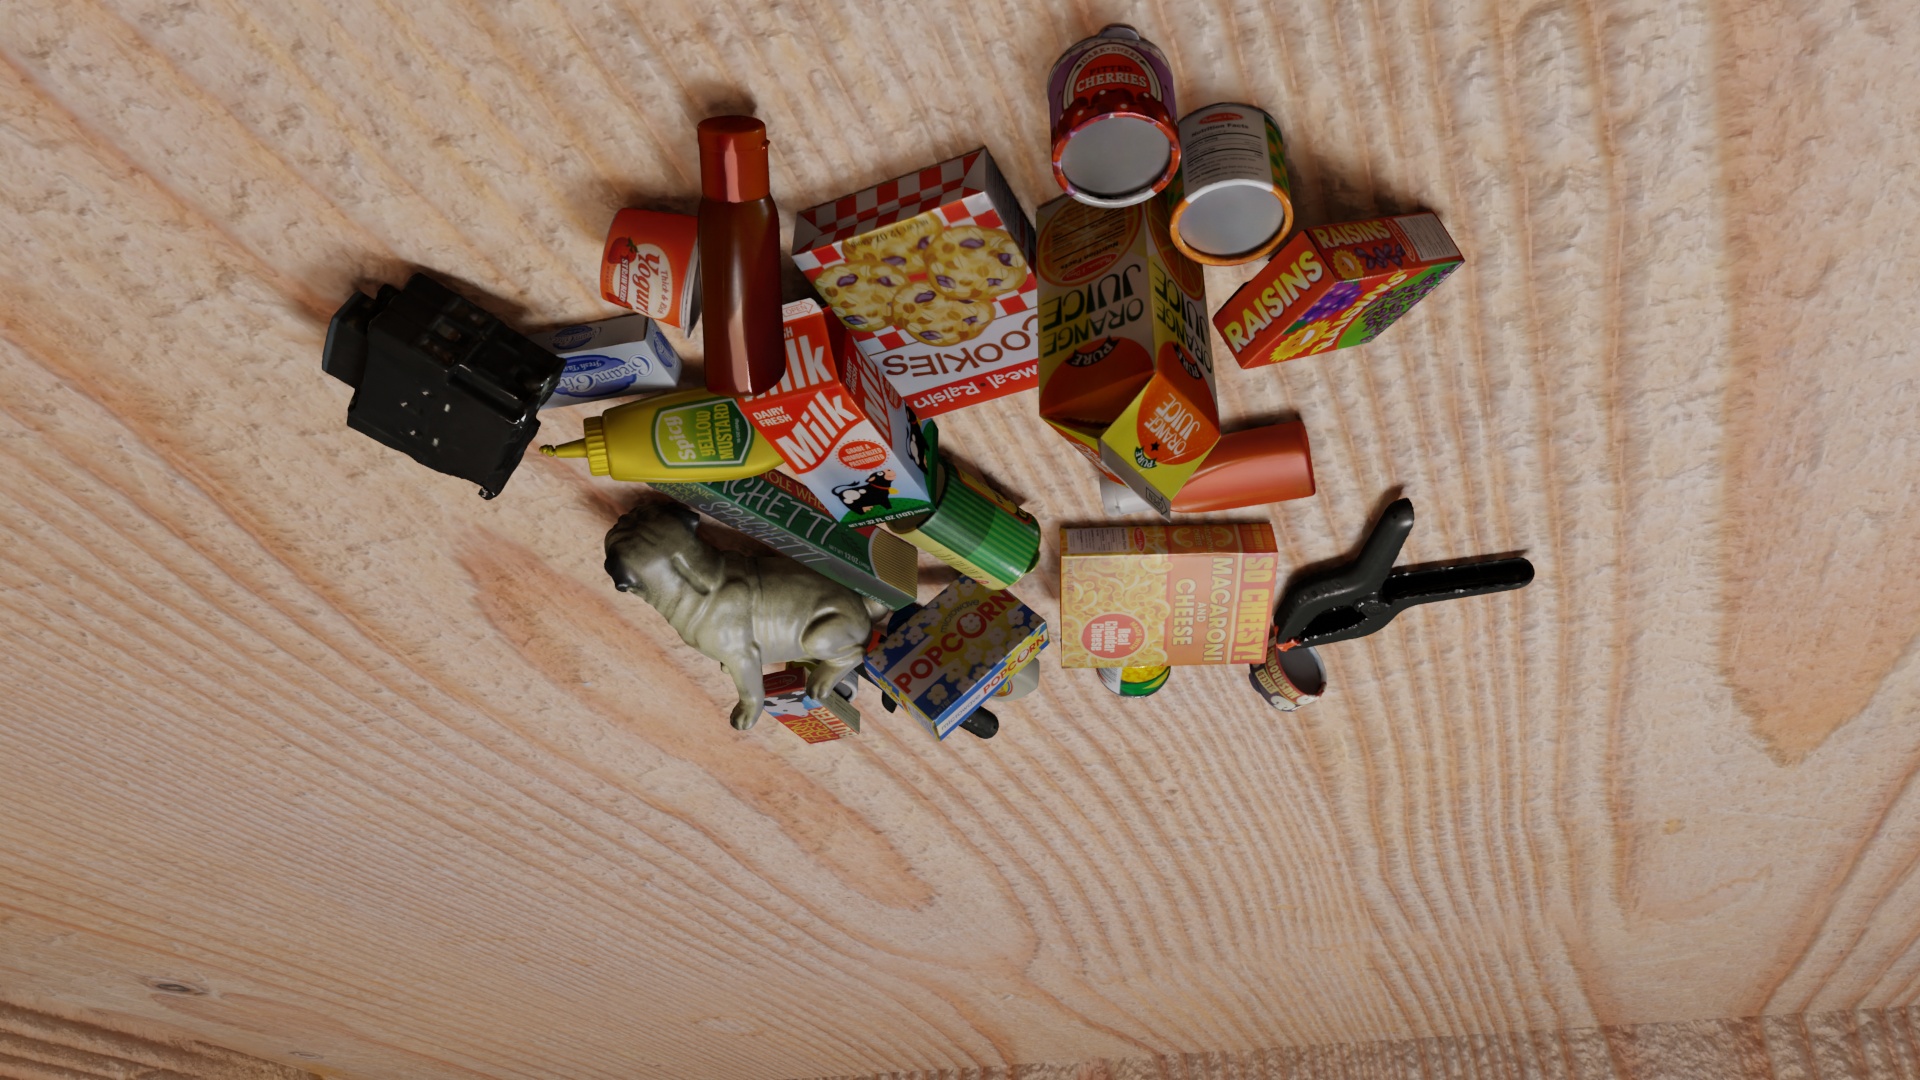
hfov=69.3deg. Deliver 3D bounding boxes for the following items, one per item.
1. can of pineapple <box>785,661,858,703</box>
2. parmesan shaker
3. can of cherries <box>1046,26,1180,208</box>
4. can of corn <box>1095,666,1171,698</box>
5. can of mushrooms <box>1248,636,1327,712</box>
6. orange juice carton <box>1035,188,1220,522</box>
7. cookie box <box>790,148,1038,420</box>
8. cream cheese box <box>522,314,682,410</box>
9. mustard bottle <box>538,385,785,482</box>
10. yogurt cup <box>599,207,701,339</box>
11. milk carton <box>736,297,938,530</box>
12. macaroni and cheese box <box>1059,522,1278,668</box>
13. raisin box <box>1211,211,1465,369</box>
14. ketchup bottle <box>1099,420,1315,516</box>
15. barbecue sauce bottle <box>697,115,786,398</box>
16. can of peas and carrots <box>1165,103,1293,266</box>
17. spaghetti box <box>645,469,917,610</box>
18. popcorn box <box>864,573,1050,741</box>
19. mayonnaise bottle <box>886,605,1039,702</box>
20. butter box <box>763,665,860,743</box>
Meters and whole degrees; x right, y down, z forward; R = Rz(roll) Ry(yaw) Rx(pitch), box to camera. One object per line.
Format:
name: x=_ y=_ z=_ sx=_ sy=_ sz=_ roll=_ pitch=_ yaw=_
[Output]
can of pineapple: x=-0.124 y=0.109 z=1.230 sx=0.071 sy=0.058 sz=0.070 roll=0 pitch=148 yaw=0
parmesan shaker: x=0.004 y=-0.013 z=1.025 sx=0.071 sy=0.071 sz=0.103 roll=-25 pitch=139 yaw=34
can of cherries: x=0.078 y=-0.216 z=0.713 sx=0.071 sy=0.058 sz=0.071 roll=0 pitch=148 yaw=0
can of corn: x=0.152 y=0.092 z=1.194 sx=0.071 sy=0.071 sz=0.058 roll=-1 pitch=147 yaw=3
can of mushrooms: x=0.288 y=0.116 z=1.225 sx=0.071 sy=0.071 sz=0.033 roll=21 pitch=141 yaw=-29
orange juice carton: x=0.091 y=-0.106 z=0.762 sx=0.073 sy=0.193 sz=0.071 roll=-20 pitch=143 yaw=30
cookie box: x=-0.006 y=-0.148 z=0.840 sx=0.123 sy=0.040 sz=0.167 roll=-14 pitch=144 yaw=21
cream cheese box: x=-0.240 y=-0.116 z=0.908 sx=0.104 sy=0.024 sz=0.053 roll=-8 pitch=148 yaw=13
mustard bottle: x=-0.197 y=-0.067 z=0.921 sx=0.160 sy=0.065 sz=0.049 roll=-9 pitch=-176 yaw=-12
yogurt cup: x=-0.175 y=-0.159 z=0.803 sx=0.054 sy=0.073 sz=0.072 roll=13 pitch=146 yaw=-5
milk carton: x=-0.083 y=-0.090 z=0.901 sx=0.072 sy=0.074 sz=0.190 roll=-12 pitch=145 yaw=20
macaroni and cheese box: x=0.163 y=0.044 z=1.113 sx=0.166 sy=0.040 sz=0.123 roll=-2 pitch=129 yaw=2
raisin box: x=0.216 y=-0.144 z=0.794 sx=0.124 sy=0.040 sz=0.085 roll=-16 pitch=162 yaw=-37
ketchup bottle: x=0.176 y=-0.046 z=0.995 sx=0.149 sy=0.044 sz=0.064 roll=-9 pitch=145 yaw=15
barbecue sauce bottle: x=-0.122 y=-0.157 z=0.772 sx=0.044 sy=0.065 sz=0.147 roll=7 pitch=121 yaw=8
can of peas and carrots: x=0.145 y=-0.190 z=0.754 sx=0.071 sy=0.059 sz=0.070 roll=1 pitch=148 yaw=1
spaghetti box: x=-0.128 y=-0.016 z=1.039 sx=0.028 sy=0.050 sz=0.250 roll=-28 pitch=138 yaw=34
popcorn box: x=-0.002 y=0.088 z=1.113 sx=0.127 sy=0.085 sz=0.038 roll=-40 pitch=148 yaw=-19
mayonnaise bottle: x=0.000 y=0.100 z=1.229 sx=0.148 sy=0.041 sz=0.064 roll=28 pitch=144 yaw=-36
butter box: x=-0.133 y=0.144 z=1.205 sx=0.053 sy=0.024 sz=0.103 roll=-13 pitch=146 yaw=20
